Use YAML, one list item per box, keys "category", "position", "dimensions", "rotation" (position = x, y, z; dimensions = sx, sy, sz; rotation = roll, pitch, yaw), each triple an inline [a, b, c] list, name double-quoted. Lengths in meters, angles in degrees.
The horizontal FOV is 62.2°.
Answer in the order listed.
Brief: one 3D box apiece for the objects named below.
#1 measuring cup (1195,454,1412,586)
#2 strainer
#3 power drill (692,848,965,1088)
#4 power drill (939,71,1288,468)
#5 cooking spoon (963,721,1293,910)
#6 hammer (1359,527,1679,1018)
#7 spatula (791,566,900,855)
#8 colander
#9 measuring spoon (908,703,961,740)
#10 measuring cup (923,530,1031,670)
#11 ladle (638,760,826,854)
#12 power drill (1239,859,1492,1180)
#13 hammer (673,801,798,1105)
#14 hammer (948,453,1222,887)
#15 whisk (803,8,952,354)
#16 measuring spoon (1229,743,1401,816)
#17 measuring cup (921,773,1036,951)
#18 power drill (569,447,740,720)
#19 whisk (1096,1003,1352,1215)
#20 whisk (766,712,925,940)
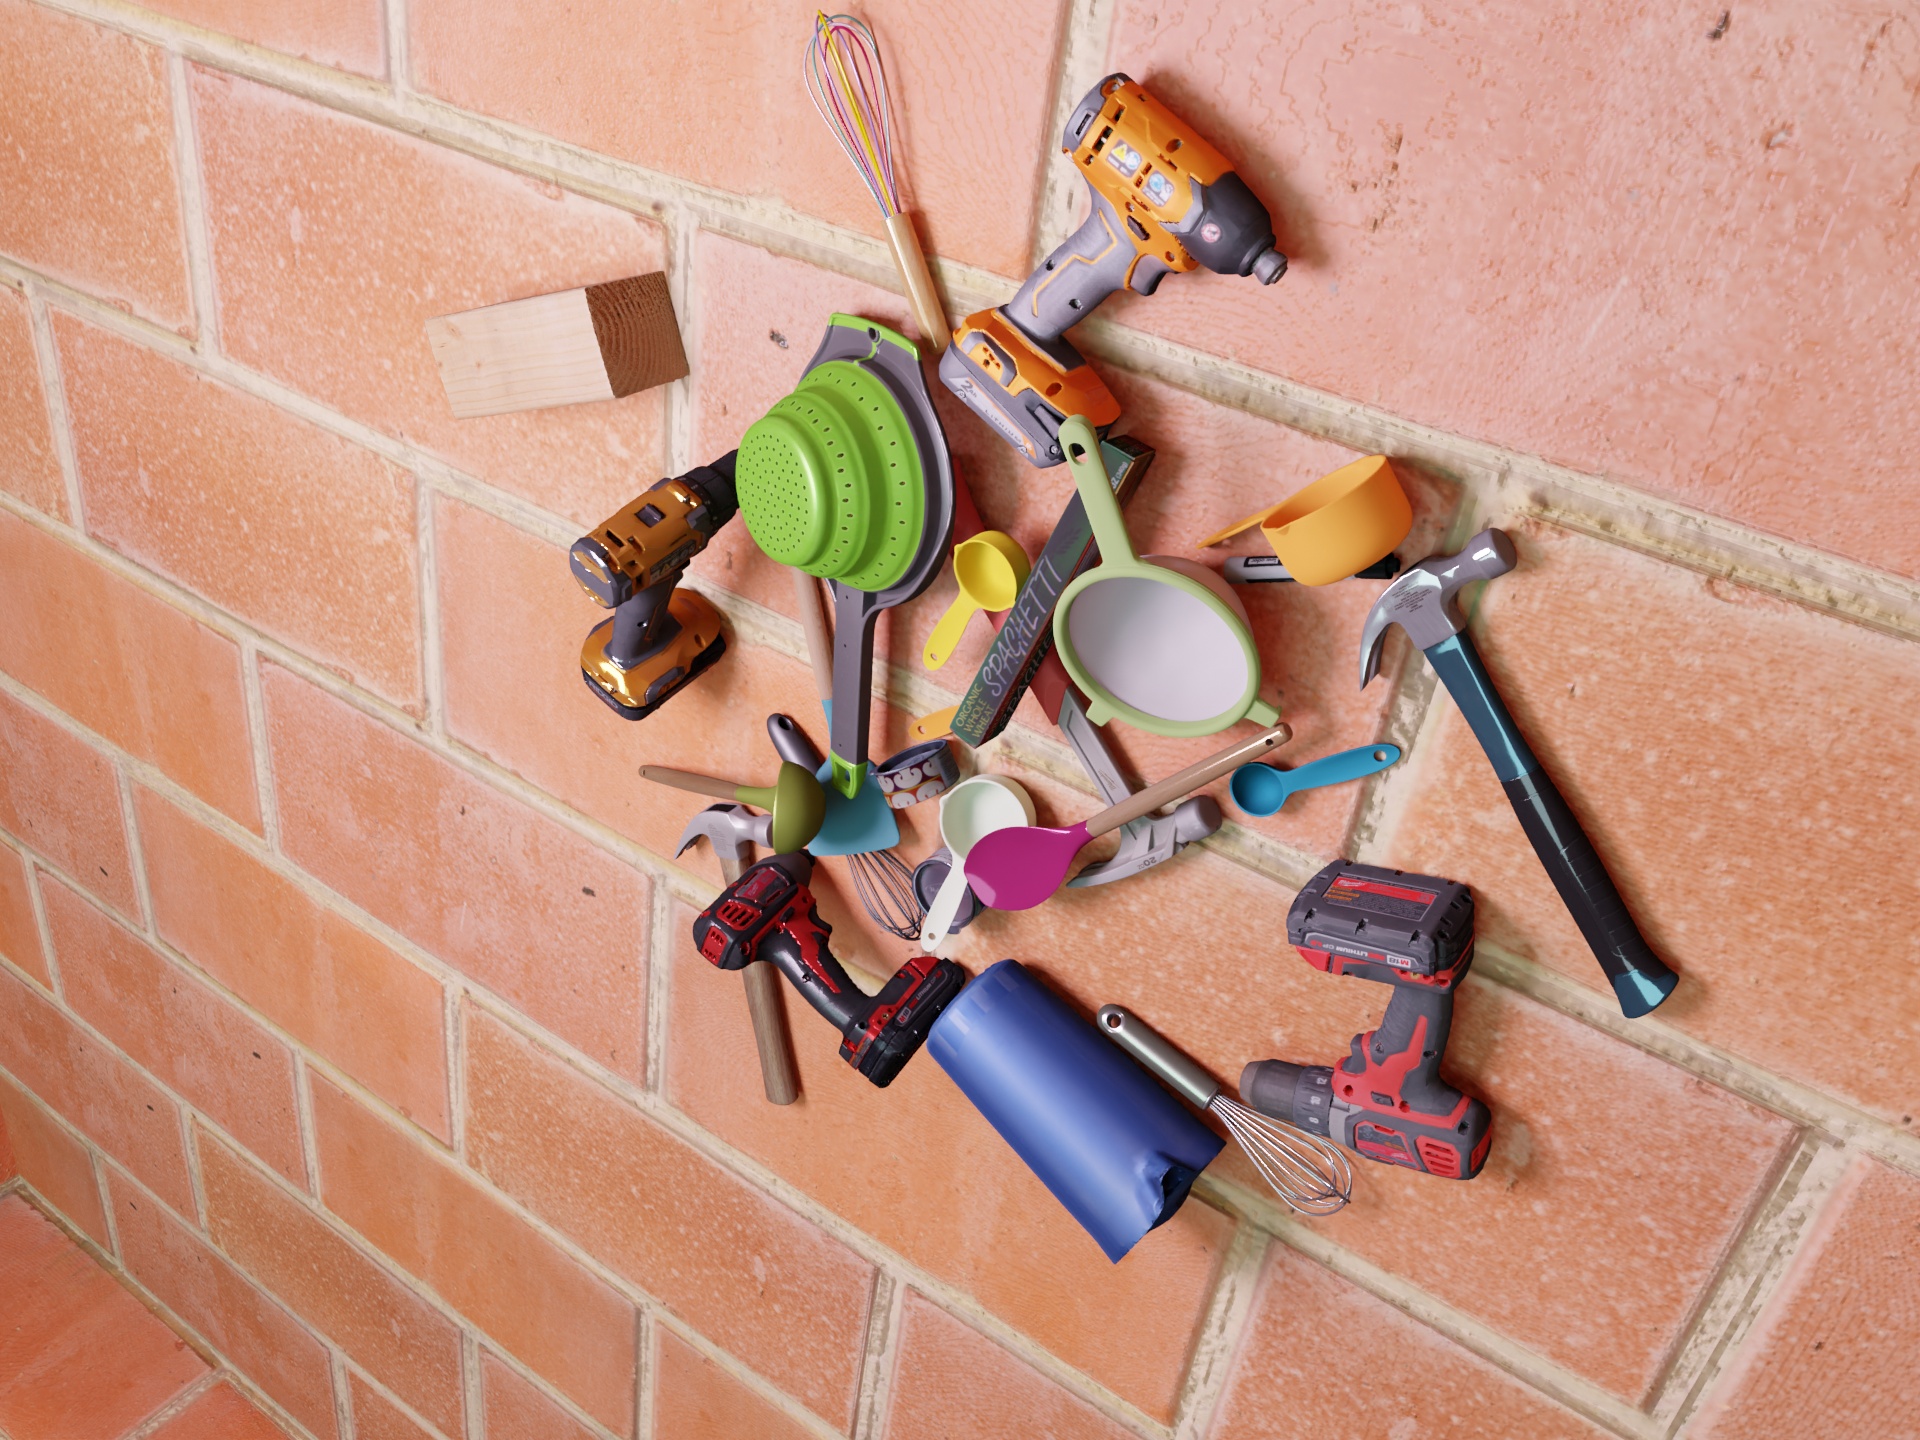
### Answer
- category: "measuring cup"
  position: [0.219, -0.117, 1.038]
  dimensions: [0.052, 0.095, 0.173]
  rotation: [56, 151, -10]
- category: "strainer"
  position: [0.126, -0.105, 1.081]
  dimensions: [0.151, 0.069, 0.256]
  rotation: [0, 129, 35]
- category: "power drill"
  position: [-0.114, 0.207, 1.408]
  dimensions: [0.220, 0.143, 0.078]
  rotation: [36, 134, 9]
- category: "power drill"
  position: [0.100, -0.276, 1.036]
  dimensions: [0.164, 0.084, 0.226]
  rotation: [44, 127, 10]
- category: "cooking spoon"
  position: [0.118, 0.071, 1.188]
  dimensions: [0.319, 0.017, 0.069]
  rotation: [-31, 93, 38]
- category: "hammer"
  position: [0.369, 0.045, 1.026]
  dimensions: [0.128, 0.033, 0.331]
  rotation: [-28, 94, 41]
- category: "spatula"
  position: [-0.116, -0.041, 1.340]
  dimensions: [0.082, 0.044, 0.317]
  rotation: [-8, 107, 11]
- category: "colander"
  position: [-0.108, -0.105, 1.226]
  dimensions: [0.205, 0.094, 0.396]
  rotation: [31, 128, 40]
- category: "measuring spoon"
  position: [-0.002, -0.004, 1.298]
  dimensions: [0.117, 0.011, 0.021]
  rotation: [-21, 99, 45]
- category: "measuring cup"
  position: [0.008, -0.086, 1.193]
  dimensions: [0.062, 0.029, 0.156]
  rotation: [46, 143, 8]
- category: "ladle"
  position: [-0.219, 0.062, 1.418]
  dimensions: [0.320, 0.062, 0.078]
  rotation: [8, 94, 51]
- category: "power drill"
  position: [0.286, 0.219, 1.152]
  dimensions: [0.188, 0.080, 0.226]
  rotation: [9, 120, 34]
- category: "hammer"
  position: [-0.203, 0.232, 1.551]
  dimensions: [0.130, 0.031, 0.331]
  rotation: [8, 117, 33]
- category: "hammer"
  position: [0.053, -0.042, 1.218]
  dimensions: [0.149, 0.037, 0.359]
  rotation: [-29, 94, 42]
- category: "whisk"
  position: [-0.054, -0.380, 1.129]
  dimensions: [0.047, 0.051, 0.244]
  rotation: [8, 123, 57]
- category: "measuring spoon"
  position: [0.252, 0.036, 1.125]
  dimensions: [0.128, 0.021, 0.042]
  rotation: [-18, 100, 32]
- category: "measuring cup"
  position: [0.008, 0.118, 1.308]
  dimensions: [0.083, 0.038, 0.167]
  rotation: [30, 114, 13]
- category: "power drill"
  position: [-0.240, -0.119, 1.333]
  dimensions: [0.084, 0.185, 0.226]
  rotation: [40, 149, 14]
- category: "whisk"
  position: [0.209, 0.307, 1.275]
  dimensions: [0.246, 0.059, 0.058]
  rotation: [36, 86, 22]
- category: "whisk"
  position: [-0.100, 0.092, 1.397]
  dimensions: [0.055, 0.055, 0.239]
  rotation: [-40, 81, 42]
